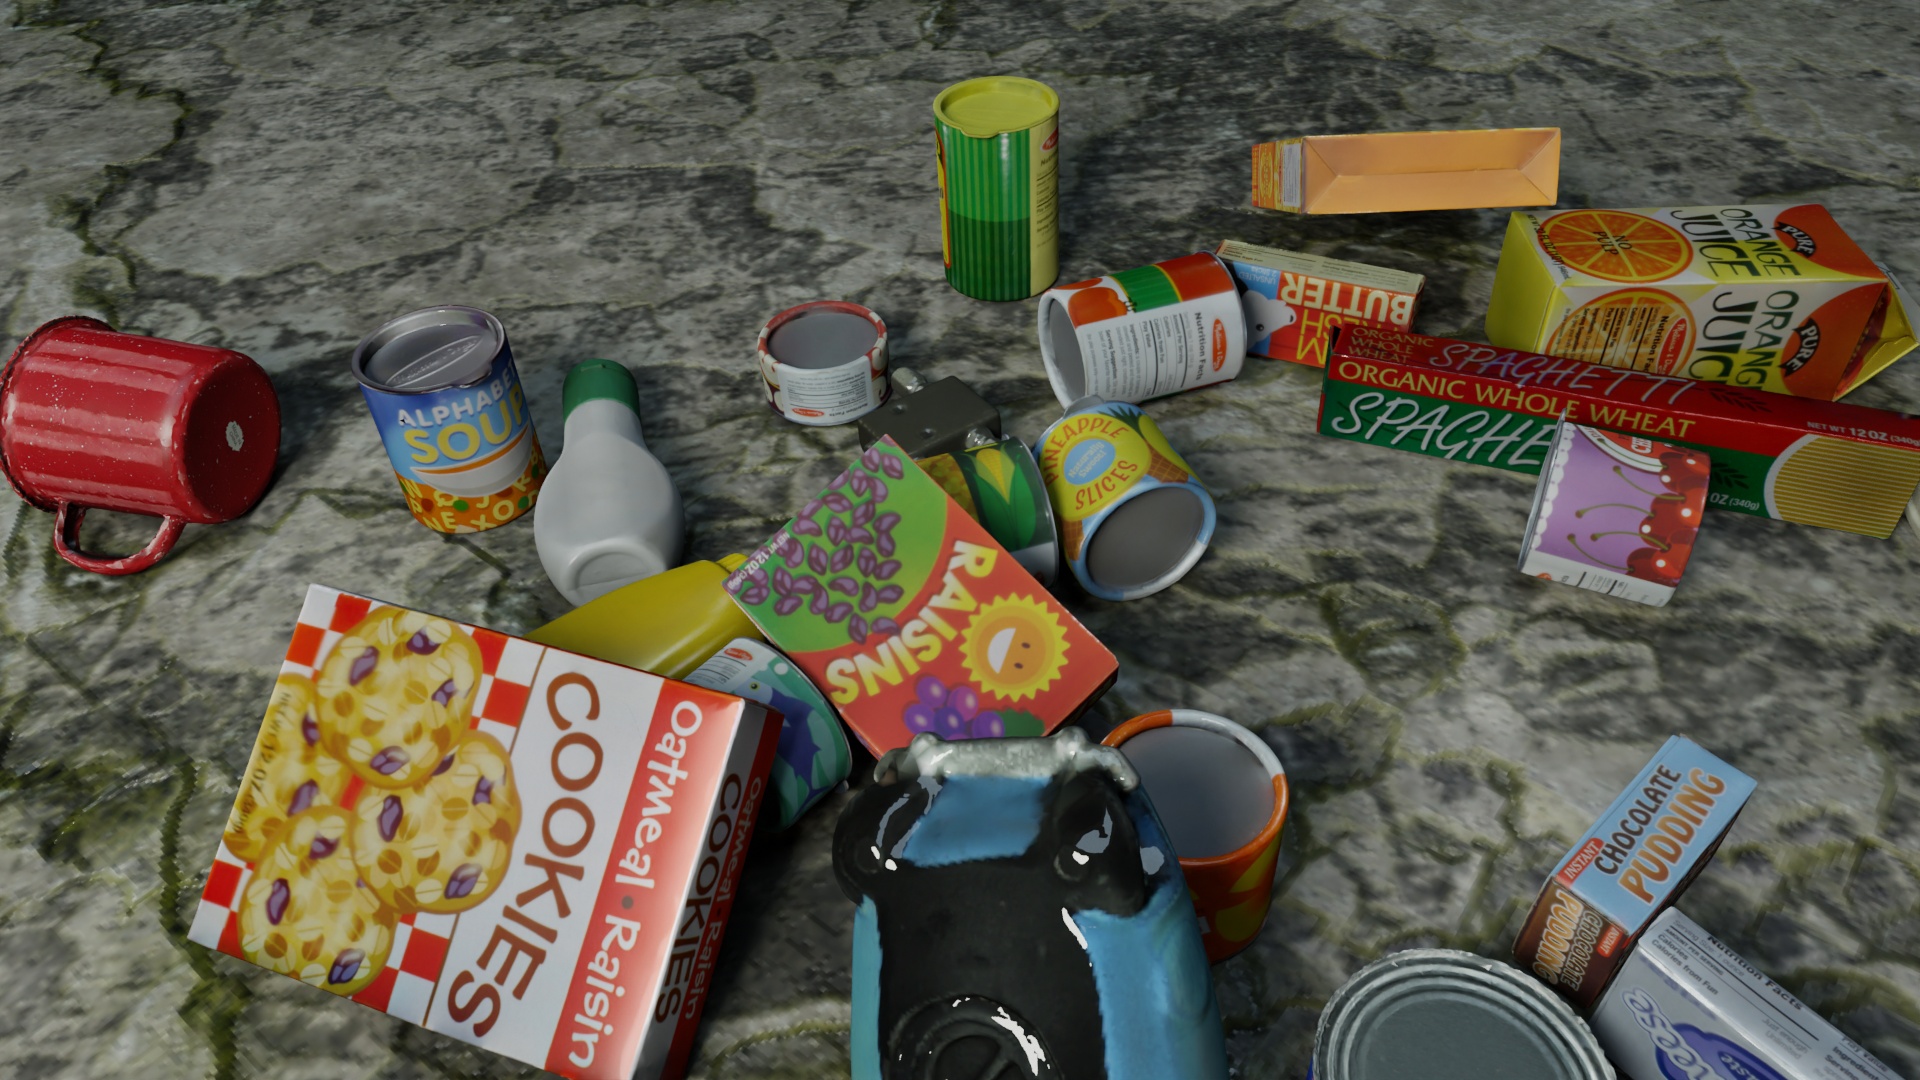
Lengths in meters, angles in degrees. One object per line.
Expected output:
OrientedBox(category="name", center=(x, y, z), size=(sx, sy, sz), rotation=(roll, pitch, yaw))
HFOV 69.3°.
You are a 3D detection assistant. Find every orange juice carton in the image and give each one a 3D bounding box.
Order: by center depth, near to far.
OrientedBox(category="orange juice carton", center=(0.366, -0.114, 0.674), size=(0.193, 0.072, 0.072), rotation=(-1, 41, 2))

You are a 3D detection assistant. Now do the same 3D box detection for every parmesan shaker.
OrientedBox(category="parmesan shaker", center=(0.020, -0.188, 0.755), size=(0.071, 0.102, 0.072), rotation=(-2, 42, 2))

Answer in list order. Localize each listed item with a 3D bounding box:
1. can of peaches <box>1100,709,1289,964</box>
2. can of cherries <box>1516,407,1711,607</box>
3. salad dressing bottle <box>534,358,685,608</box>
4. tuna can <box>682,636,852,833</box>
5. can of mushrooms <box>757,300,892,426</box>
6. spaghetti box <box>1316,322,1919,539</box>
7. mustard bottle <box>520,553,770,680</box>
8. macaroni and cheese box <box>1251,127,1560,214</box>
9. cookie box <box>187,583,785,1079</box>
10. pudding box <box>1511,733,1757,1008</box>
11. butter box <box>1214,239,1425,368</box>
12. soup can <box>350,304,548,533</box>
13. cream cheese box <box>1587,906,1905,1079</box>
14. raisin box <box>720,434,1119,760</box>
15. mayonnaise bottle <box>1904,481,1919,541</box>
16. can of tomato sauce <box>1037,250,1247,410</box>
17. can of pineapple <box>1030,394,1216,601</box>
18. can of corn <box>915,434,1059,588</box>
OrientedBox(category="can of peaches", center=(0.073, 0.100, 0.466), size=(0.071, 0.057, 0.071), rotation=(-1, 42, 1))
OrientedBox(category="can of cherries", center=(0.268, -0.014, 0.571), size=(0.058, 0.071, 0.072), rotation=(16, 45, 19))
OrientedBox(category="salad dressing bottle", center=(-0.162, -0.030, 0.635), size=(0.064, 0.043, 0.148), rotation=(-12, 42, -7))
OrientedBox(category="tuna can", center=(-0.072, 0.073, 0.502), size=(0.071, 0.070, 0.033), rotation=(29, 52, 31))
OrientedBox(category="can of mushrooms", center=(-0.069, -0.092, 0.705), size=(0.071, 0.033, 0.071), rotation=(-2, 43, 2))
OrientedBox(category="spaghetti box", center=(0.288, -0.052, 0.627), size=(0.250, 0.049, 0.029), rotation=(12, 43, 17))
OrientedBox(category="mustard bottle", center=(-0.118, 0.046, 0.545), size=(0.161, 0.048, 0.065), rotation=(-32, 50, -29))
OrientedBox(category="macaroni and cheese box", center=(0.231, -0.199, 0.748), size=(0.124, 0.040, 0.167), rotation=(-1, 15, 3))
OrientedBox(category="cookie box", center=(-0.154, 0.093, 0.457), size=(0.167, 0.040, 0.123), rotation=(12, 80, 16))
OrientedBox(category="pudding box", center=(0.221, 0.107, 0.456), size=(0.084, 0.049, 0.030), rotation=(-33, 51, -29))
OrientedBox(category="butter box", center=(0.178, -0.116, 0.703), size=(0.103, 0.052, 0.024), rotation=(15, 42, 18))
OrientedBox(category="soup can", center=(-0.229, -0.053, 0.634), size=(0.071, 0.083, 0.072), rotation=(-2, 42, 2))
OrientedBox(category="cream cheese box", center=(0.235, 0.159, 0.395), size=(0.024, 0.053, 0.104), rotation=(-27, 47, -26))
OrientedBox(category="raisin box", center=(-0.014, 0.035, 0.510), size=(0.086, 0.040, 0.123), rotation=(-43, 74, -9))
OrientedBox(category="mayonnaise bottle", center=(0.483, -0.013, 0.581), size=(0.148, 0.041, 0.065), rotation=(2, 44, 4))
OrientedBox(category="can of tomato sauce", center=(0.087, -0.101, 0.682), size=(0.083, 0.070, 0.071), rotation=(-15, 44, -12))
OrientedBox(category="can of pineapple", center=(0.066, -0.018, 0.588), size=(0.071, 0.070, 0.058), rotation=(-16, 44, -14))
OrientedBox(category="can of corn", center=(0.002, -0.007, 0.582), size=(0.058, 0.070, 0.071), rotation=(-14, 43, -11))
